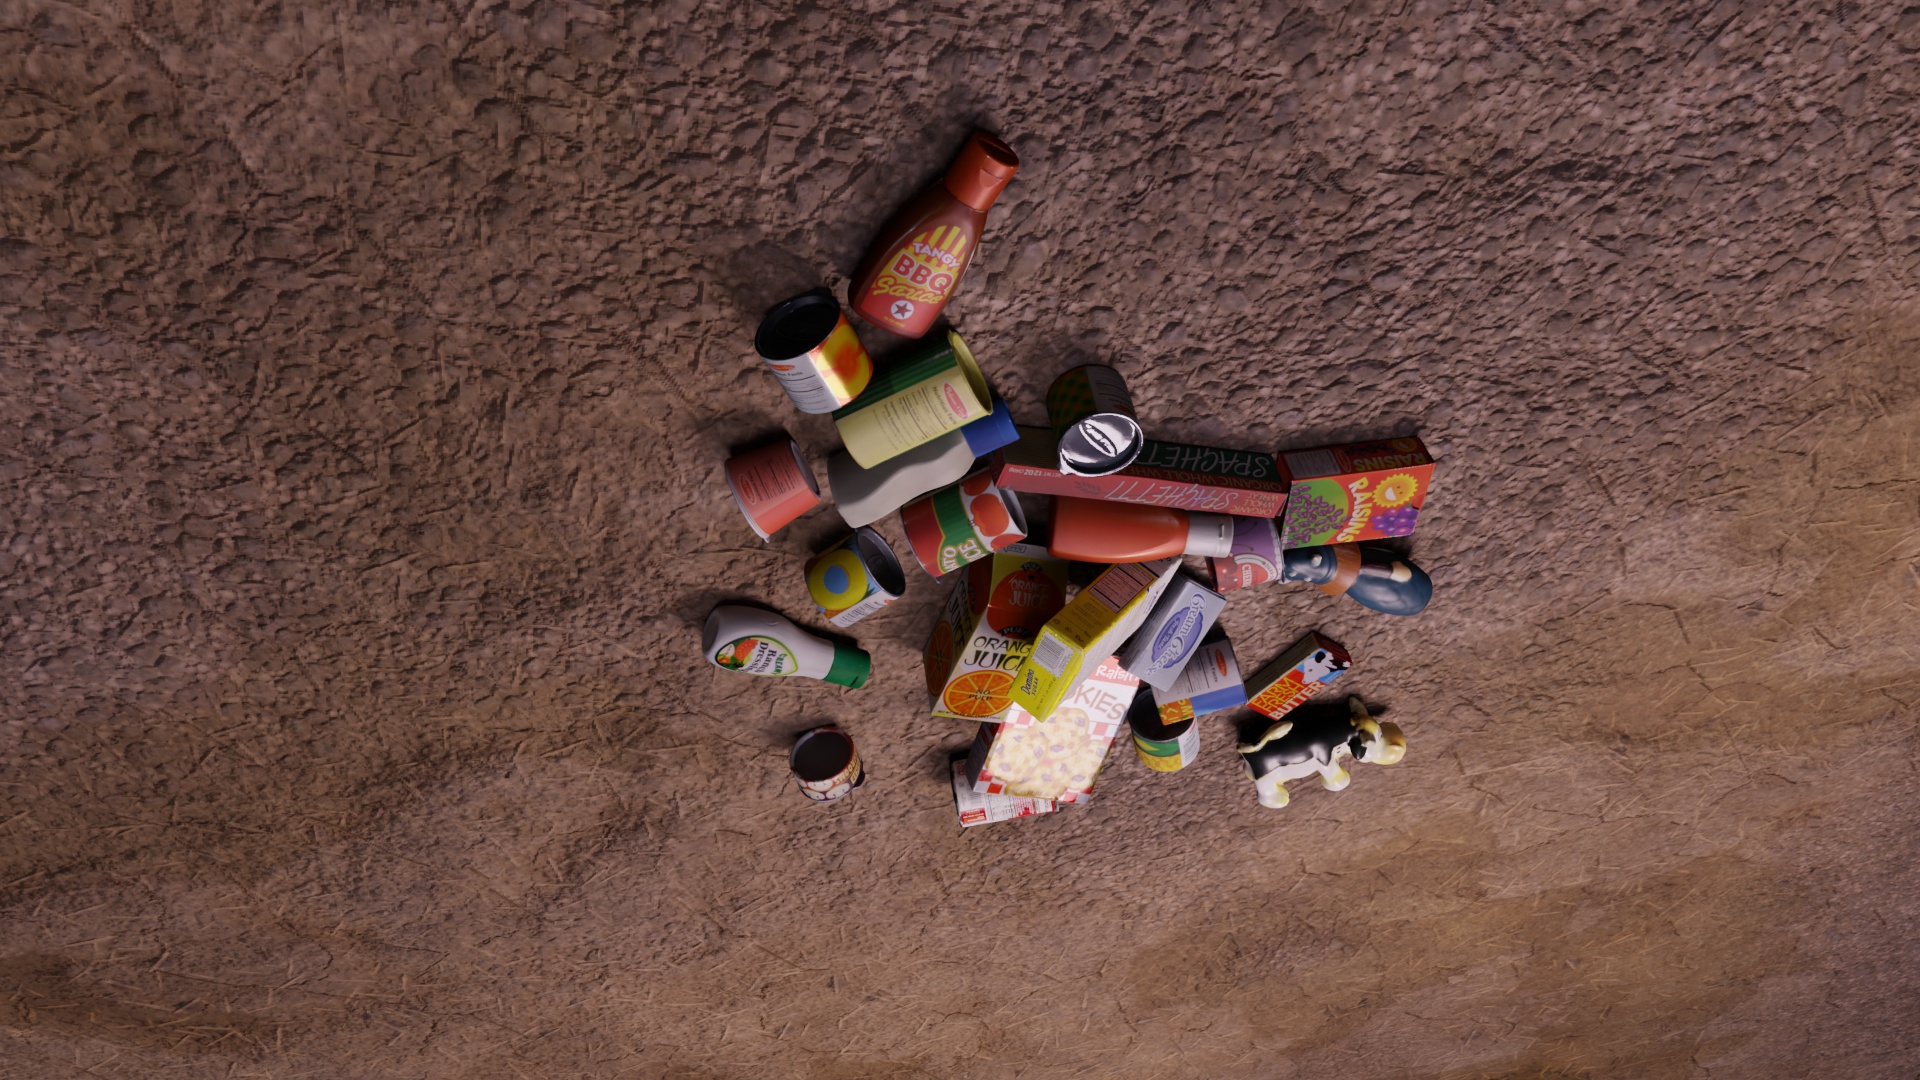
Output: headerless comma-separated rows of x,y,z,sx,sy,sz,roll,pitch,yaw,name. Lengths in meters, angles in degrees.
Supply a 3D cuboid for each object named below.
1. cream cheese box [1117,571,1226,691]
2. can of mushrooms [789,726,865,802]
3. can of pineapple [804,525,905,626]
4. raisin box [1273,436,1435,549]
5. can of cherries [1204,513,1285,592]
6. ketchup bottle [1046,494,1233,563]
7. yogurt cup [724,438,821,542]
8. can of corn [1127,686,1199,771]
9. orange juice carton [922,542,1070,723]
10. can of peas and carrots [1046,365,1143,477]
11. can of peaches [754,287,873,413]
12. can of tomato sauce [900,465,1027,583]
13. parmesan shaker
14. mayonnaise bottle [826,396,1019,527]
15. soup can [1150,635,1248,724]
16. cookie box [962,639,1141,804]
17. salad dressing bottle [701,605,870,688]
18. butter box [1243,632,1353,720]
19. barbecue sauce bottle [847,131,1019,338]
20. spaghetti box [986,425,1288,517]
0.192,0.083,1.262,0.053,0.024,0.103,27,100,-31,cream cheese box
-0.127,0.214,1.331,0.071,0.071,0.033,-14,135,3,can of mushrooms
-0.088,0.029,1.151,0.057,0.071,0.071,-30,133,19,can of pineapple
0.330,-0.040,1.181,0.123,0.040,0.085,-7,135,-5,raisin box
0.241,0.009,1.190,0.058,0.072,0.071,-13,136,3,can of cherries
0.147,-0.011,1.140,0.149,0.065,0.043,6,172,-2,ketchup bottle
-0.142,-0.043,1.067,0.054,0.073,0.072,-26,135,4,yogurt cup
0.199,0.185,1.369,0.071,0.071,0.058,-14,137,3,can of corn
0.033,0.070,1.211,0.072,0.073,0.191,9,132,-19,orange juice carton
0.100,-0.090,1.068,0.071,0.059,0.070,-5,136,-5,can of peas and carrots
-0.101,-0.133,0.980,0.071,0.071,0.058,-21,135,10,can of peaches
0.004,-0.014,1.120,0.083,0.071,0.071,-24,135,13,can of tomato sauce
-0.038,-0.105,1.022,0.103,0.071,0.071,-23,135,14,parmesan shaker
-0.028,-0.065,1.069,0.148,0.065,0.041,-23,138,8,mayonnaise bottle
0.224,0.134,1.321,0.084,0.072,0.071,-17,136,7,soup can
0.089,0.164,1.307,0.123,0.040,0.166,11,113,-22,cookie box
-0.151,0.097,1.223,0.148,0.044,0.064,17,129,-26,salad dressing bottle
0.330,0.135,1.372,0.053,0.024,0.103,26,125,-31,butter box
-0.015,-0.206,0.937,0.065,0.044,0.147,20,128,-27,barbecue sauce bottle
0.145,-0.056,1.120,0.250,0.050,0.028,5,135,-17,spaghetti box
